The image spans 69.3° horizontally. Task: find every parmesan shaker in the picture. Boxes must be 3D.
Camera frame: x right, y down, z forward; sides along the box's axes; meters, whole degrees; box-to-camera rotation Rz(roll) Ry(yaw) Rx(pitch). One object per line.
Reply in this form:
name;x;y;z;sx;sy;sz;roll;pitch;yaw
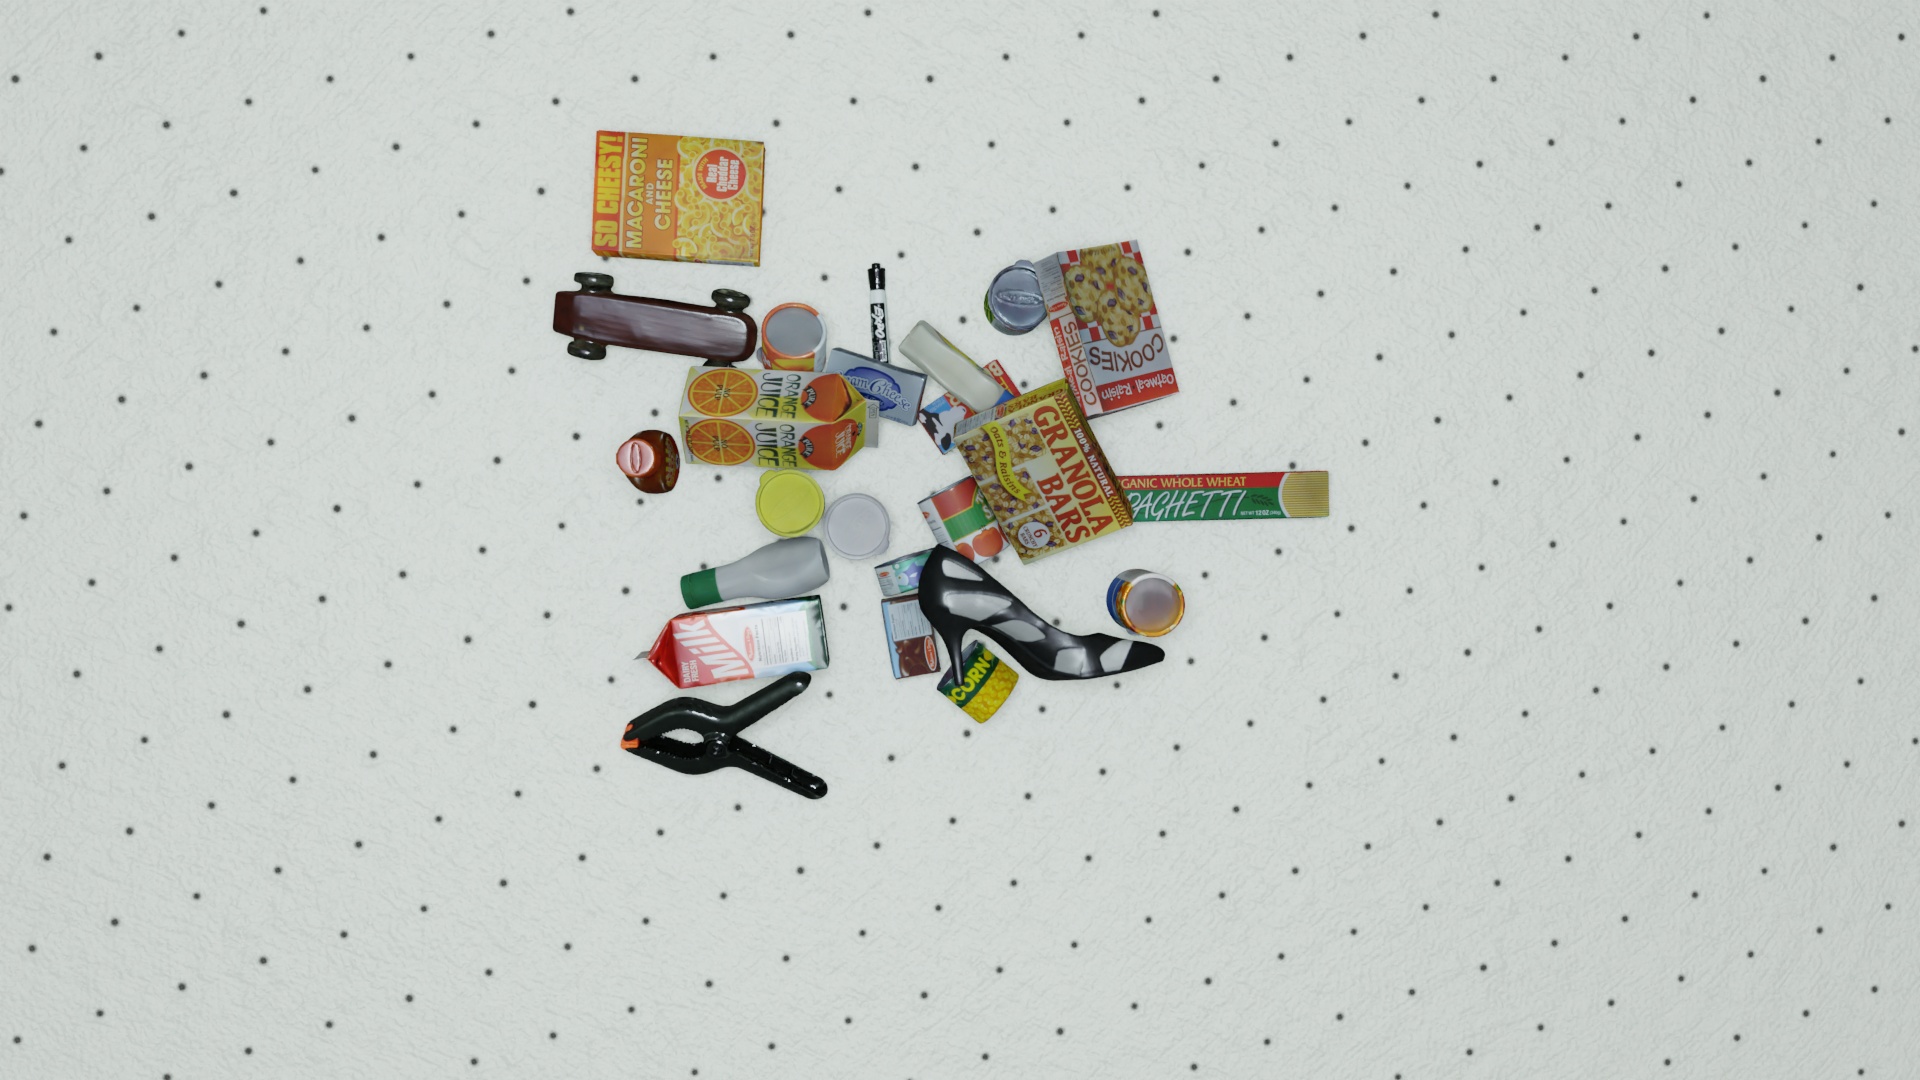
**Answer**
parmesan shaker;-0.171;-0.040;1.393;0.071;0.103;0.071;0;92;-5

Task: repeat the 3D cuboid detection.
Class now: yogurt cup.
yogurt cup;-0.106;-0.015;1.422;0.072;0.054;0.072;0;91;-4

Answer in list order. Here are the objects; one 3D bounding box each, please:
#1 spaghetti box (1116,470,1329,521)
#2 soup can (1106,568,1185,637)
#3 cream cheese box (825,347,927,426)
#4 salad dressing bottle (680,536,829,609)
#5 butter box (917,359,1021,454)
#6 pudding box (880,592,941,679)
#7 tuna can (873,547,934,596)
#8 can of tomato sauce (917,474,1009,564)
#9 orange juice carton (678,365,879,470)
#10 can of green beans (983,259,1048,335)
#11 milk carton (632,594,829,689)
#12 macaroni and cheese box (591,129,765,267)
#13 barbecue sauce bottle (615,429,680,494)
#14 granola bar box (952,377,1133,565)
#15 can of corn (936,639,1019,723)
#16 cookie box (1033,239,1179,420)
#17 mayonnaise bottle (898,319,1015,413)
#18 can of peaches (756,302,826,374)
spaghetti box;0.264;-0.046;1.462;0.250;0.028;0.050;-2;92;-4
soup can;0.190;0.067;1.431;0.071;0.084;0.071;0;92;-4
cream cheese box;-0.089;-0.158;1.420;0.104;0.024;0.053;18;105;9
salad dressing bottle;-0.210;0.036;1.416;0.148;0.064;0.043;-13;136;3
butter box;0.009;-0.139;1.444;0.103;0.024;0.053;-35;94;-3
pudding box;-0.052;0.098;1.440;0.050;0.030;0.083;-11;92;-5
tuna can;-0.050;0.032;1.422;0.071;0.071;0.033;-18;93;-4
can of tomato sauce;0.005;-0.018;1.425;0.071;0.071;0.083;-28;94;-3
orange juice carton;-0.177;-0.120;1.388;0.193;0.071;0.073;3;50;-1
can of green beans;0.059;-0.246;1.430;0.071;0.058;0.071;0;91;-4
milk carton;-0.232;0.104;1.406;0.191;0.072;0.073;-8;92;-5
macaroni and cheese box;-0.285;-0.346;1.412;0.167;0.040;0.123;3;91;-5
barbecue sauce bottle;-0.306;-0.078;1.359;0.044;0.148;0.065;-1;91;-3
granola bar box;0.084;-0.068;1.394;0.124;0.039;0.165;-21;118;17
can of corn;0.018;0.146;1.425;0.058;0.071;0.071;39;88;-5
cookie box;0.150;-0.215;1.417;0.123;0.040;0.167;-18;93;-40
mayonnaise bottle;0.006;-0.162;1.401;0.148;0.065;0.041;38;97;-8
can of peaches;-0.171;-0.199;1.403;0.071;0.058;0.071;3;69;-7
